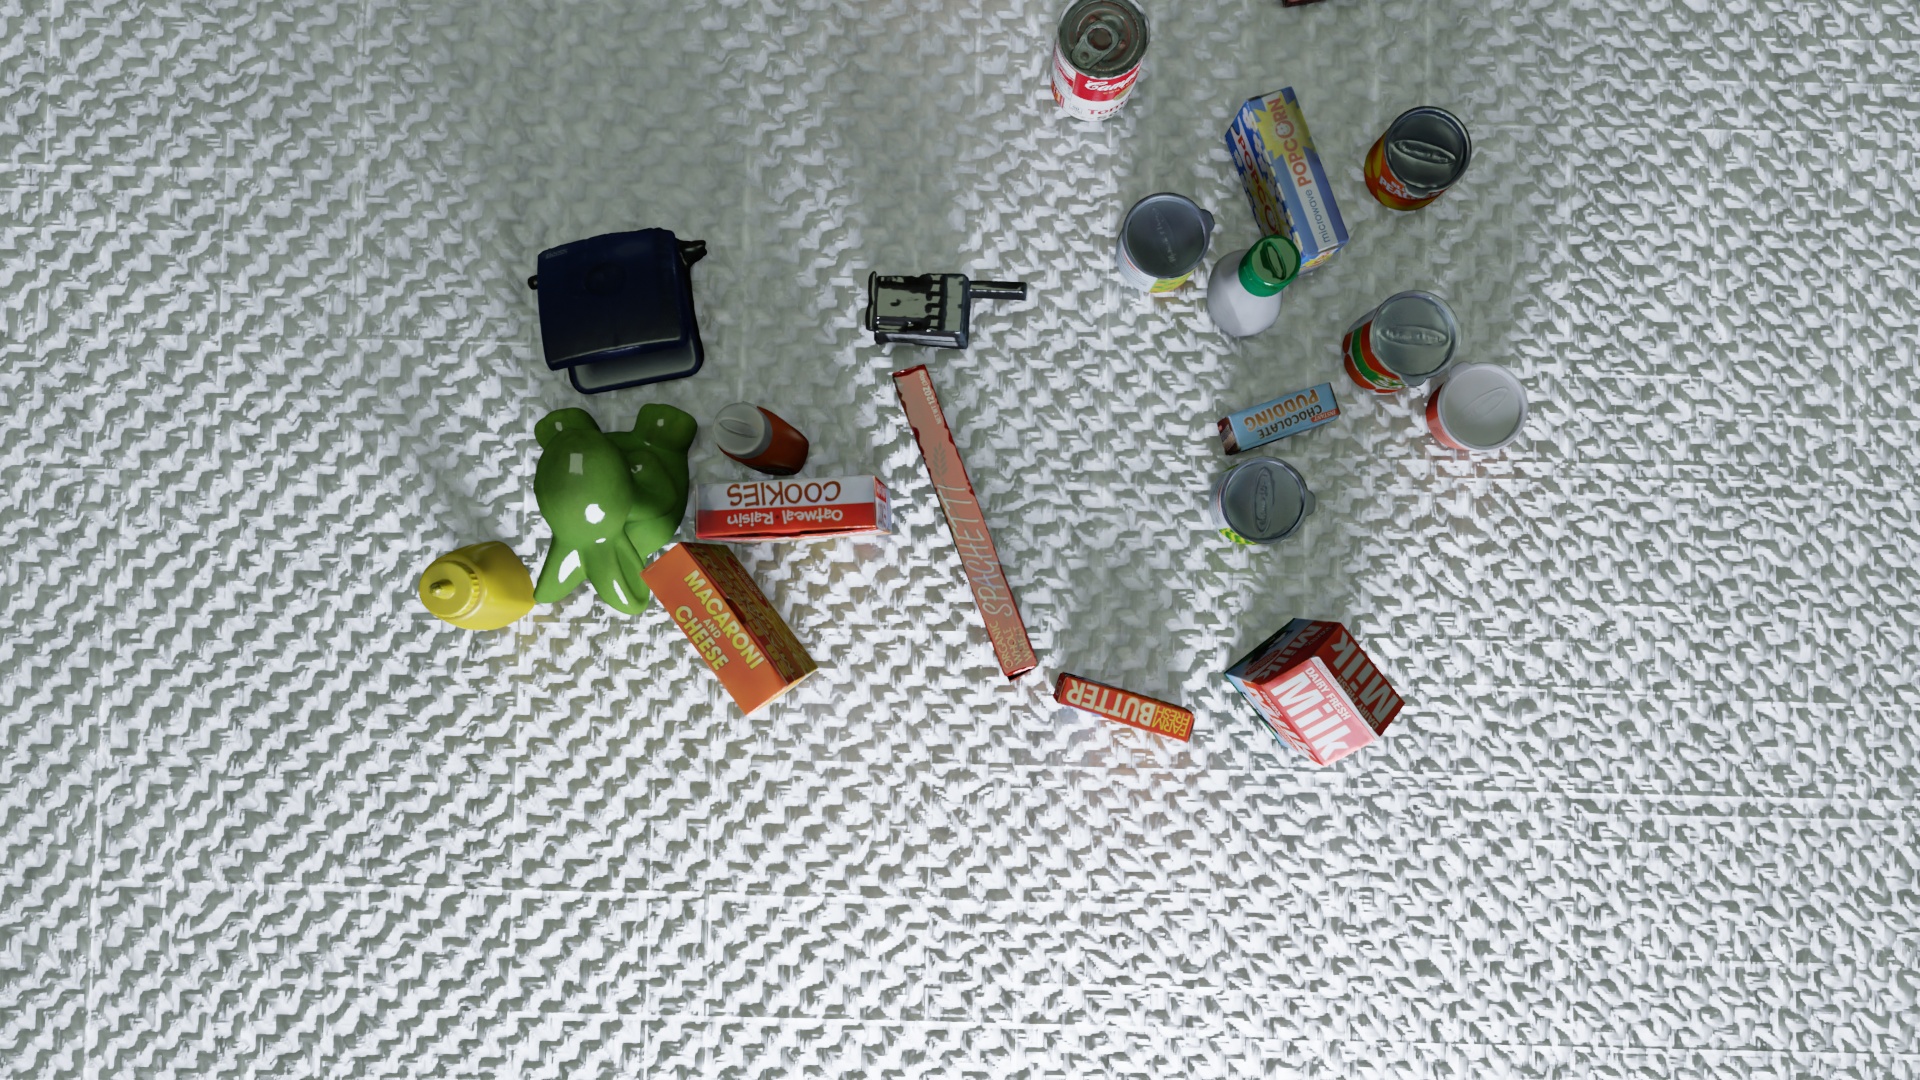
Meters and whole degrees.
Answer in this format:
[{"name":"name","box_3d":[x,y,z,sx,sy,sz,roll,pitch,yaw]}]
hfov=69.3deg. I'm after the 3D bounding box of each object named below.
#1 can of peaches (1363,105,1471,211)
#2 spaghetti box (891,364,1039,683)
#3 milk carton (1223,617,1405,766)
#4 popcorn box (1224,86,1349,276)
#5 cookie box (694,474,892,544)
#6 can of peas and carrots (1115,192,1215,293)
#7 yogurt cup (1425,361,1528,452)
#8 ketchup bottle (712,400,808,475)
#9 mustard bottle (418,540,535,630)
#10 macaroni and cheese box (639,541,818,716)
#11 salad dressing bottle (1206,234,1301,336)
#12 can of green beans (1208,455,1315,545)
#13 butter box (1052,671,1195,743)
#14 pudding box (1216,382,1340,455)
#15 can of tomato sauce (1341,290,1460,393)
[{"name":"can of peaches","box_3d":[0.350,-0.291,1.071,0.071,0.058,0.071,0,88,0]},{"name":"spaghetti box","box_3d":[0.004,-0.013,1.066,0.029,0.050,0.250,-21,88,0]},{"name":"milk carton","box_3d":[0.252,0.106,0.991,0.073,0.190,0.072,-38,89,-1]},{"name":"popcorn box","box_3d":[0.247,-0.269,1.057,0.038,0.085,0.126,-20,88,0]},{"name":"cookie box","box_3d":[-0.116,-0.020,1.008,0.123,0.167,0.040,-4,89,0]},{"name":"can of peas and carrots","box_3d":[0.157,-0.229,1.069,0.071,0.058,0.071,0,88,0]},{"name":"yogurt cup","box_3d":[0.392,-0.100,1.066,0.072,0.054,0.072,0,88,0]},{"name":"ketchup bottle","box_3d":[-0.151,-0.076,1.020,0.065,0.149,0.043,17,89,1]},{"name":"mustard bottle","box_3d":[-0.358,0.033,1.011,0.049,0.160,0.065,-27,88,0]},{"name":"macaroni and cheese box","box_3d":[-0.163,0.060,1.006,0.040,0.166,0.123,-37,88,0]},{"name":"salad dressing bottle","box_3d":[0.216,-0.189,1.023,0.044,0.147,0.064,-21,88,0]},{"name":"can of green beans","box_3d":[0.227,-0.029,1.062,0.071,0.058,0.071,0,88,0]},{"name":"butter box","box_3d":[0.124,0.126,1.059,0.103,0.053,0.024,17,89,1]},{"name":"pudding box","box_3d":[0.244,-0.093,1.068,0.084,0.049,0.030,-19,88,0]},{"name":"can of tomato sauce","box_3d":[0.332,-0.147,1.053,0.071,0.083,0.071,0,88,0]}]
